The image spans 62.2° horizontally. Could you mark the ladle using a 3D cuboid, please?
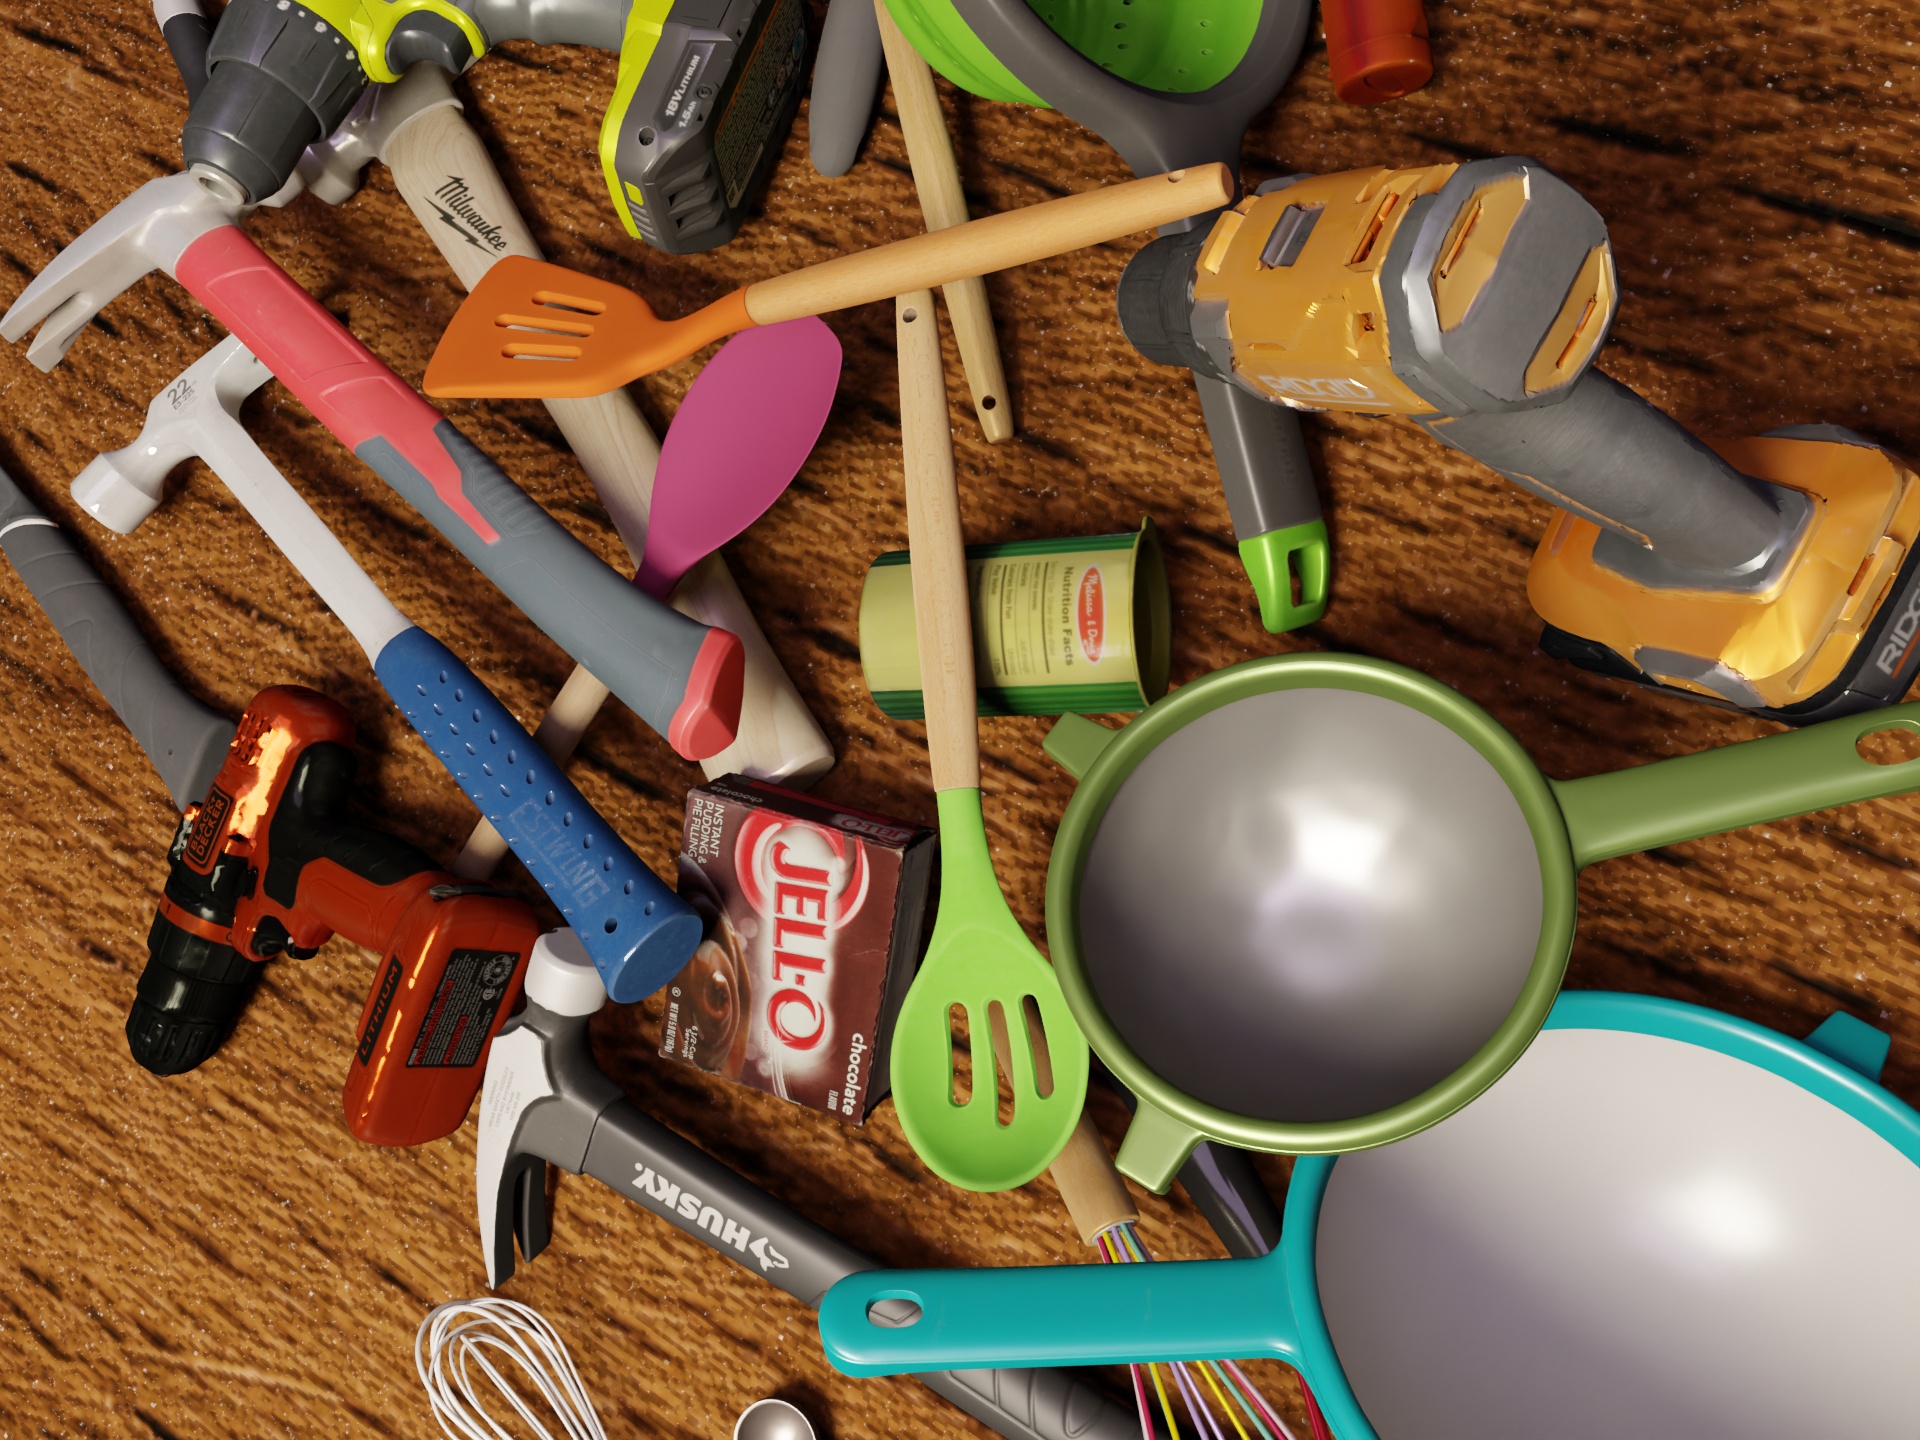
[{"bbox_3d":[-0.022,-0.264,0.636,0.069,0.031,0.315,-14,89,15],"label":"ladle"}]

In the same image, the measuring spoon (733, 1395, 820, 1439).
[{"bbox_3d":[-0.034,0.299,0.590,0.124,0.018,0.034,40,99,13],"label":"measuring spoon"}]

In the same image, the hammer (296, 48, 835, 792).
[{"bbox_3d":[-0.158,-0.149,0.688,0.146,0.038,0.411,-35,73,10],"label":"hammer"}]

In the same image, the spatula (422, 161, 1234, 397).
[{"bbox_3d":[-0.059,-0.159,0.565,0.323,0.041,0.081,-4,53,32],"label":"spatula"}]

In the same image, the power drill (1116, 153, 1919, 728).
[{"bbox_3d":[0.161,-0.086,0.480,0.084,0.226,0.185,-62,25,1],"label":"power drill"}]

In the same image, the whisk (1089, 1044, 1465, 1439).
[{"bbox_3d":[0.119,0.206,0.528,0.073,0.073,0.296,-37,66,11],"label":"whisk"}]

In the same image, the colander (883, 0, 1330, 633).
[{"bbox_3d":[0.052,-0.221,0.594,0.094,0.204,0.397,-11,94,51],"label":"colander"}]

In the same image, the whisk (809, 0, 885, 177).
[{"bbox_3d":[-0.031,-0.346,0.670,0.055,0.055,0.239,11,90,20],"label":"whisk"}]

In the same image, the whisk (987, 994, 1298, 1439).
[{"bbox_3d":[0.059,0.189,0.528,0.245,0.047,0.051,62,147,33],"label":"whisk"}]

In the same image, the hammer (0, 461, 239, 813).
[{"bbox_3d":[-0.479,-0.102,0.793,0.409,0.036,0.149,45,99,19],"label":"hammer"}]

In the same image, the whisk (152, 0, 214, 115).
[{"bbox_3d":[-0.403,-0.381,0.801,0.070,0.070,0.285,-28,78,13],"label":"whisk"}]

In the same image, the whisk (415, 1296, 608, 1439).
[{"bbox_3d":[-0.120,0.313,0.598,0.246,0.059,0.058,42,109,15],"label":"whisk"}]

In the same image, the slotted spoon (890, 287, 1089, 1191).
[{"bbox_3d":[-0.001,-0.002,0.547,0.070,0.031,0.314,-8,81,19],"label":"slotted spoon"}]

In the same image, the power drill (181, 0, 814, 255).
[{"bbox_3d":[-0.193,-0.276,0.658,0.228,0.080,0.191,18,74,8],"label":"power drill"}]

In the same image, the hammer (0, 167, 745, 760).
[{"bbox_3d":[-0.234,-0.102,0.637,0.387,0.038,0.143,41,78,22],"label":"hammer"}]

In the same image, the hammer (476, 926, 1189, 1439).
[{"bbox_3d":[-0.037,0.213,0.578,0.335,0.035,0.146,26,110,16],"label":"hammer"}]

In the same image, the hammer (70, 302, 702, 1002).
[{"bbox_3d":[-0.234,-0.040,0.659,0.144,0.035,0.406,-47,61,-2],"label":"hammer"}]

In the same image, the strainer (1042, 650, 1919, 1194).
[{"bbox_3d":[0.155,0.046,0.470,0.256,0.069,0.152,-15,61,12],"label":"strainer"}]

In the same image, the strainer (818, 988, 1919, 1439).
[{"bbox_3d":[0.133,0.189,0.461,0.340,0.095,0.211,-3,40,2],"label":"strainer"}]

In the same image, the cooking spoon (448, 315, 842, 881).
[{"bbox_3d":[-0.141,-0.026,0.638,0.069,0.017,0.319,47,111,29],"label":"cooking spoon"}]
